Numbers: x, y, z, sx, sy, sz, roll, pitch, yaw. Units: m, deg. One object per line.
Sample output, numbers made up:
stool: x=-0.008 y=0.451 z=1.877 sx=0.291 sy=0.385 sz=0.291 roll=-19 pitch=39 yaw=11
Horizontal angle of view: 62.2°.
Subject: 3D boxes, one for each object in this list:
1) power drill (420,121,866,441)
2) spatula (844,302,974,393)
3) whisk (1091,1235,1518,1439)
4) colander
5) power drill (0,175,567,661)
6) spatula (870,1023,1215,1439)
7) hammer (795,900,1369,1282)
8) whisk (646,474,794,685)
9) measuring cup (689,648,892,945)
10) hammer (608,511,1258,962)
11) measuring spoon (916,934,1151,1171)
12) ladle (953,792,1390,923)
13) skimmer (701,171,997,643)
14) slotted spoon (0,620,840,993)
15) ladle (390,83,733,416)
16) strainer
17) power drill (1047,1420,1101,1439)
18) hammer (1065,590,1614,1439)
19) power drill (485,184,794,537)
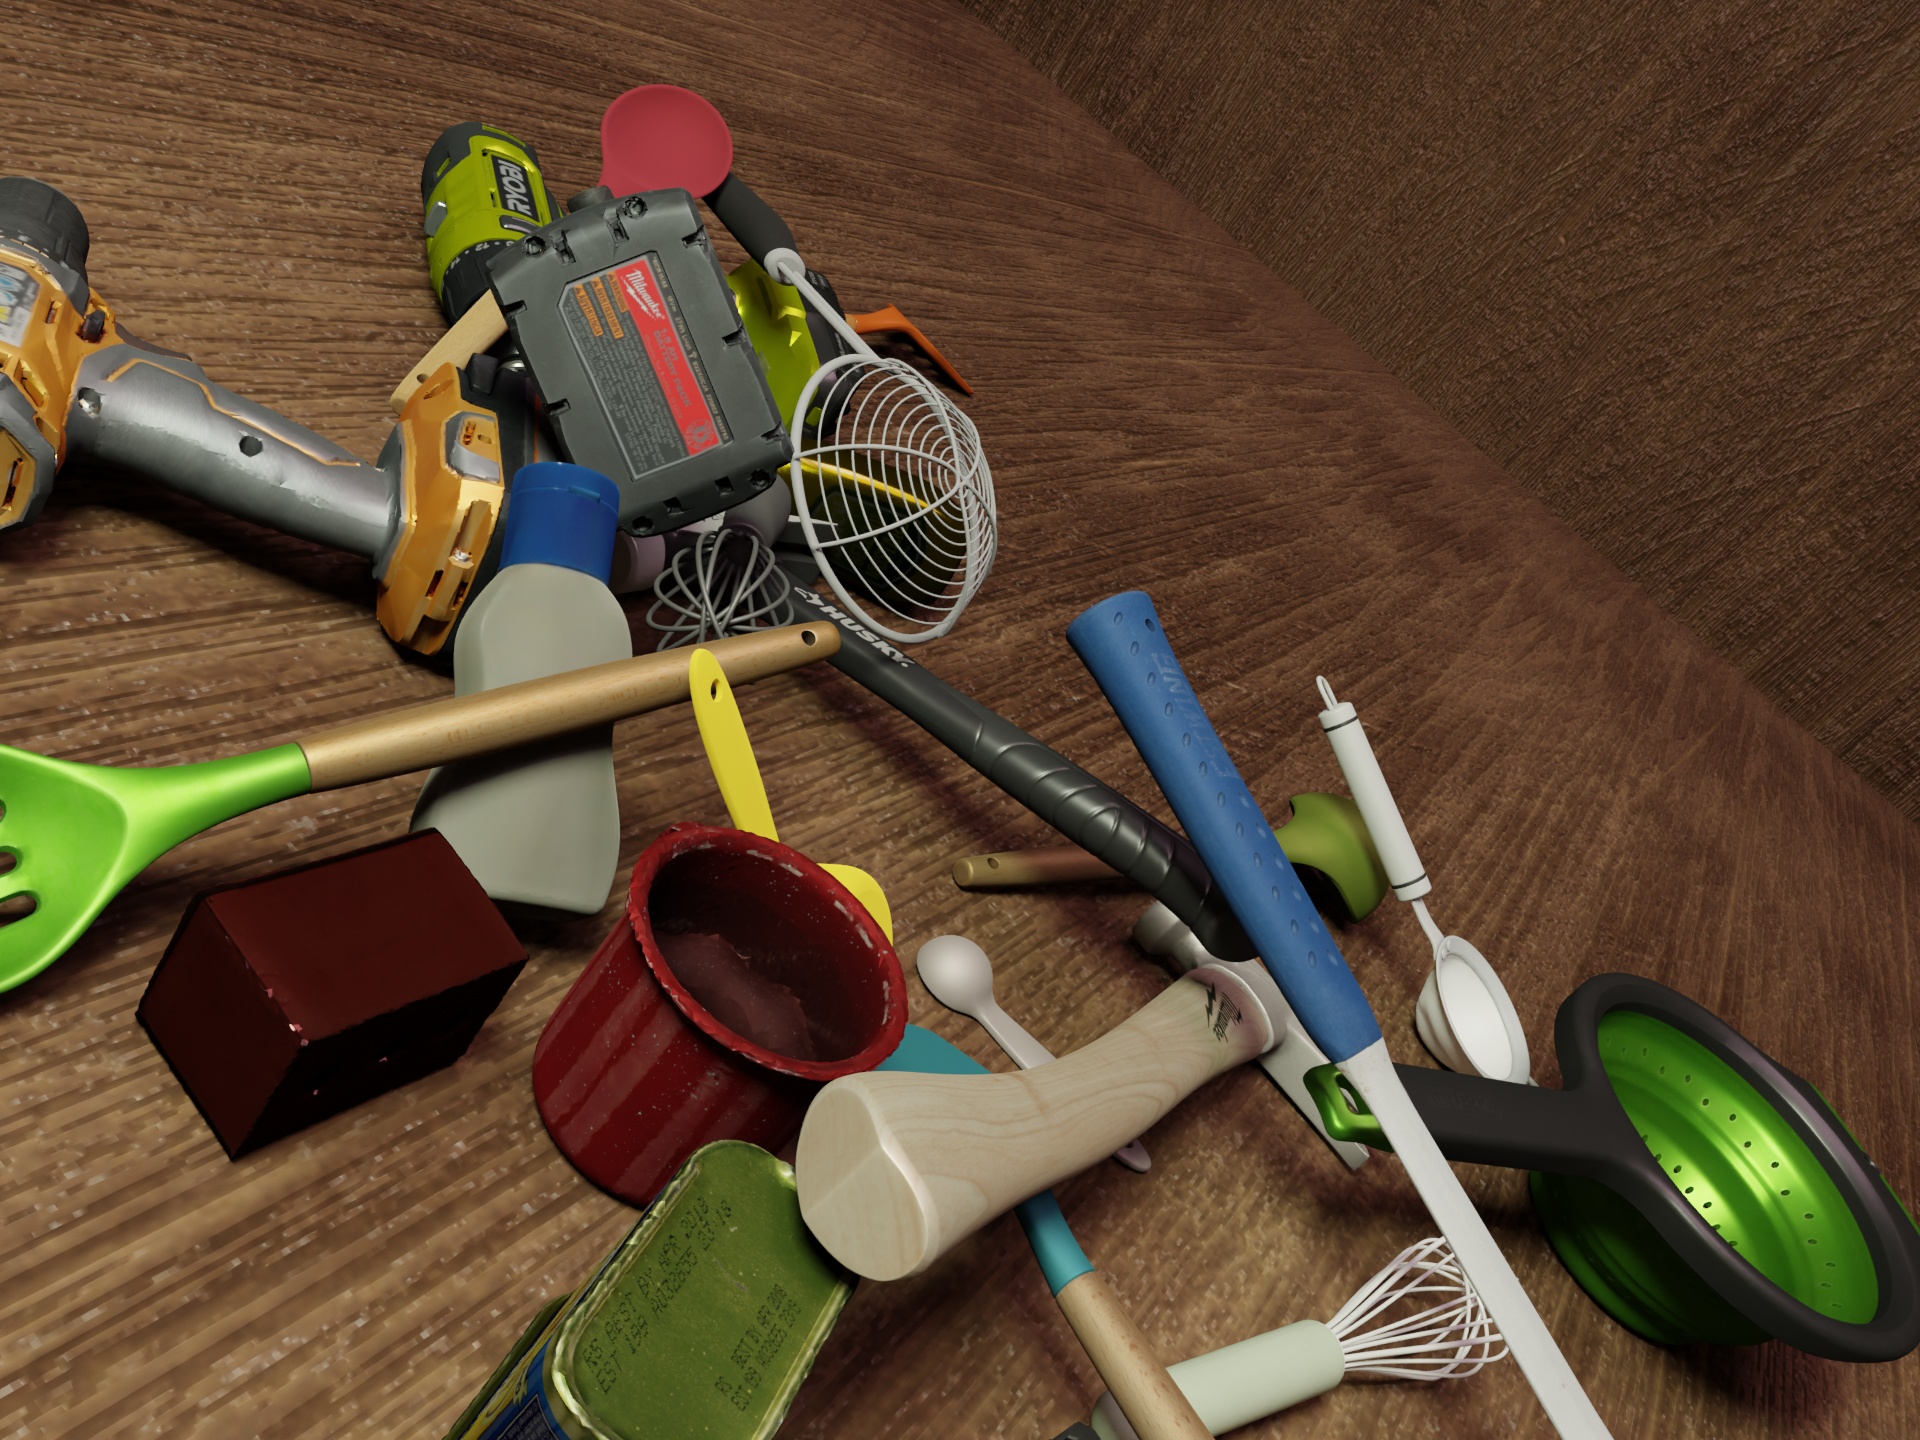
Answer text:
power drill: x=-0.169 y=-0.212 z=0.846 sx=0.228 sy=0.080 sz=0.191 roll=13 pitch=41 yaw=-37
spatula: x=-0.095 y=-0.259 z=1.072 sx=0.081 sy=0.041 sz=0.322 roll=48 pitch=32 yaw=18
whisk: x=0.133 y=0.228 z=0.578 sx=0.246 sy=0.058 sz=0.059 roll=5 pitch=8 yaw=-43
colander: x=0.281 y=0.212 z=0.726 sx=0.396 sy=0.094 sz=0.205 roll=15 pitch=37 yaw=-32
power drill: x=-0.264 y=-0.115 z=0.580 sx=0.226 sy=0.084 sz=0.186 roll=15 pitch=33 yaw=-31
spatula: x=0.044 y=0.198 z=0.478 sx=0.082 sy=0.044 sz=0.318 roll=6 pitch=37 yaw=-47
hammer: x=0.066 y=0.130 z=0.552 sx=0.146 sy=0.038 sz=0.410 roll=48 pitch=16 yaw=18
whisk: x=-0.088 y=-0.068 z=0.655 sx=0.055 sy=0.055 sz=0.239 roll=32 pitch=17 yaw=-12
measuring cup: x=-0.055 y=0.040 z=0.536 sx=0.029 sy=0.156 sz=0.062 roll=0 pitch=38 yaw=21
hammer: x=-0.001 y=-0.002 z=0.699 sx=0.335 sy=0.035 sz=0.146 roll=34 pitch=24 yaw=21
measuring spoon: x=0.033 y=0.129 z=0.628 sx=0.124 sy=0.018 sz=0.034 roll=44 pitch=27 yaw=9
ladle: x=0.114 y=0.074 z=0.803 sx=0.320 sy=0.062 sz=0.078 roll=0 pitch=55 yaw=-41
skimmer: x=-0.084 y=-0.177 z=0.783 sx=0.127 sy=0.090 sz=0.364 roll=32 pitch=16 yaw=-45
slotted spoon: x=-0.164 y=0.009 z=0.461 sx=0.313 sy=0.031 sz=0.070 roll=-17 pitch=80 yaw=-37
ladle: x=-0.188 y=-0.230 z=0.765 sx=0.069 sy=0.031 sz=0.316 roll=33 pitch=43 yaw=-11
strainer: x=0.239 y=0.095 z=0.838 sx=0.087 sy=0.050 sz=0.258 roll=-23 pitch=90 yaw=-56
power drill: x=0.043 y=0.287 z=0.335 sx=0.223 sy=0.080 sz=0.171 roll=52 pitch=29 yaw=18
hammer: x=0.147 y=0.131 z=0.574 sx=0.144 sy=0.035 sz=0.406 roll=-14 pitch=69 yaw=-44
power drill: x=-0.131 y=-0.157 z=0.663 sx=0.220 sy=0.078 sz=0.143 roll=-123 pitch=-169 yaw=-73
